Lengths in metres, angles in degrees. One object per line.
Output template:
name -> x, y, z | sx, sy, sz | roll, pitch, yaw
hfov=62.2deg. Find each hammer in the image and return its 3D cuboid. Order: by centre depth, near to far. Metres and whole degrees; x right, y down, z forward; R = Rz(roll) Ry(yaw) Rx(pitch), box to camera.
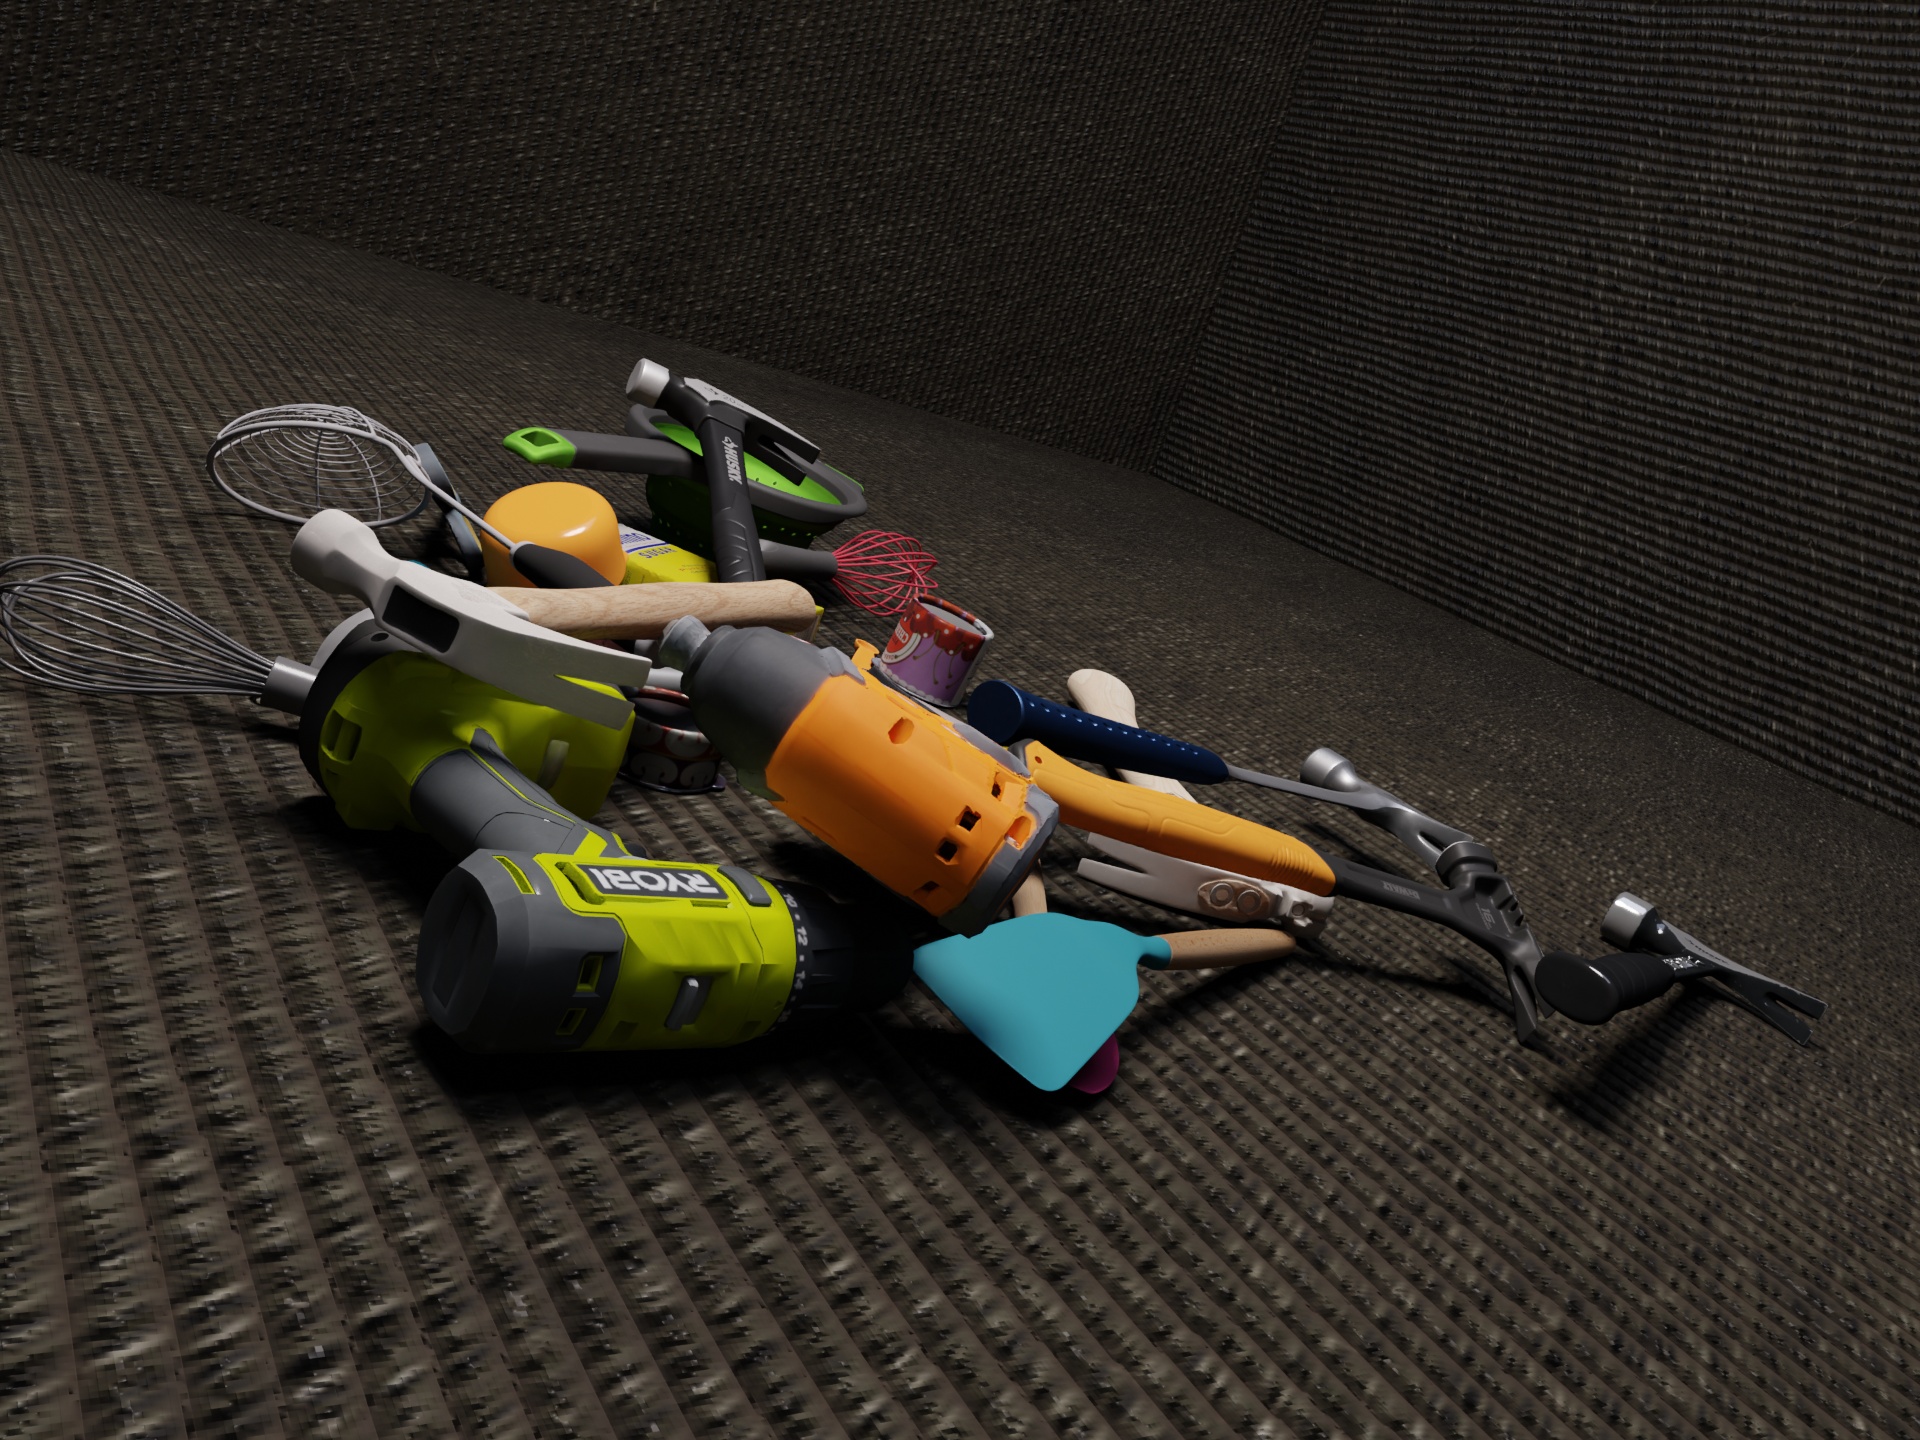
hammer -> -0.147, -0.050, 0.743 | 0.130, 0.031, 0.331 | 31, 14, 14
hammer -> 0.170, 0.079, 0.852 | 0.336, 0.034, 0.127 | 18, 36, -20
hammer -> 0.415, 0.153, 0.941 | 0.149, 0.036, 0.408 | 31, 12, 32
hammer -> 0.164, 0.032, 0.966 | 0.405, 0.035, 0.144 | 13, 16, -43
hammer -> 0.115, 0.032, 1.072 | 0.146, 0.038, 0.411 | 15, 15, -12
hammer -> -0.149, -0.138, 1.072 | 0.146, 0.035, 0.335 | 22, 28, -26

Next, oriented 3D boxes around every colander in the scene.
colander -> -0.220, -0.167, 1.221 | 0.205, 0.094, 0.397 | 31, 17, 19

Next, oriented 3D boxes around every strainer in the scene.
strainer -> -0.227, -0.027, 0.815 | 0.258, 0.050, 0.087 | 5, 1, -42

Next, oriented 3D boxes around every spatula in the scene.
spatula -> 0.094, 0.115, 0.743 | 0.082, 0.044, 0.317 | 39, 14, 28

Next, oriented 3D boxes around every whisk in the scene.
whisk -> -0.304, -0.014, 0.700 | 0.238, 0.055, 0.055 | 20, 14, -18
whisk -> -0.097, -0.119, 1.245 | 0.073, 0.073, 0.295 | 26, 12, 22

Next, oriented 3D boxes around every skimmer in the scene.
skimmer -> -0.295, -0.091, 0.899 | 0.364, 0.090, 0.127 | 32, -2, 32

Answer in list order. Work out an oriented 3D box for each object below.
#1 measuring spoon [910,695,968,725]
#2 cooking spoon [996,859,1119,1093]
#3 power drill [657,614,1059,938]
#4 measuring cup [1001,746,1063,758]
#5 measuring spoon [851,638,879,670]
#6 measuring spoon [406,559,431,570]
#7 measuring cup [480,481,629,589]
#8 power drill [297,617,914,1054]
measuring spoon -> -0.002, -0.003, 1.082 | 0.124, 0.018, 0.034 | 25, 16, 23
cooking spoon -> 0.034, 0.097, 0.774 | 0.068, 0.017, 0.319 | 29, 14, -8
power drill -> -0.040, 0.019, 0.673 | 0.164, 0.084, 0.226 | 35, -3, 4
measuring cup -> -0.013, 0.017, 1.003 | 0.156, 0.029, 0.062 | 9, 14, 5
measuring spoon -> -0.071, -0.035, 1.130 | 0.021, 0.011, 0.117 | 29, 17, -10
measuring spoon -> -0.311, -0.080, 0.955 | 0.042, 0.021, 0.129 | 8, 20, -37
measuring cup -> -0.241, -0.091, 0.980 | 0.095, 0.052, 0.174 | -18, 41, -20
power drill -> -0.141, 0.048, 0.619 | 0.190, 0.080, 0.229 | 9, 20, -45
